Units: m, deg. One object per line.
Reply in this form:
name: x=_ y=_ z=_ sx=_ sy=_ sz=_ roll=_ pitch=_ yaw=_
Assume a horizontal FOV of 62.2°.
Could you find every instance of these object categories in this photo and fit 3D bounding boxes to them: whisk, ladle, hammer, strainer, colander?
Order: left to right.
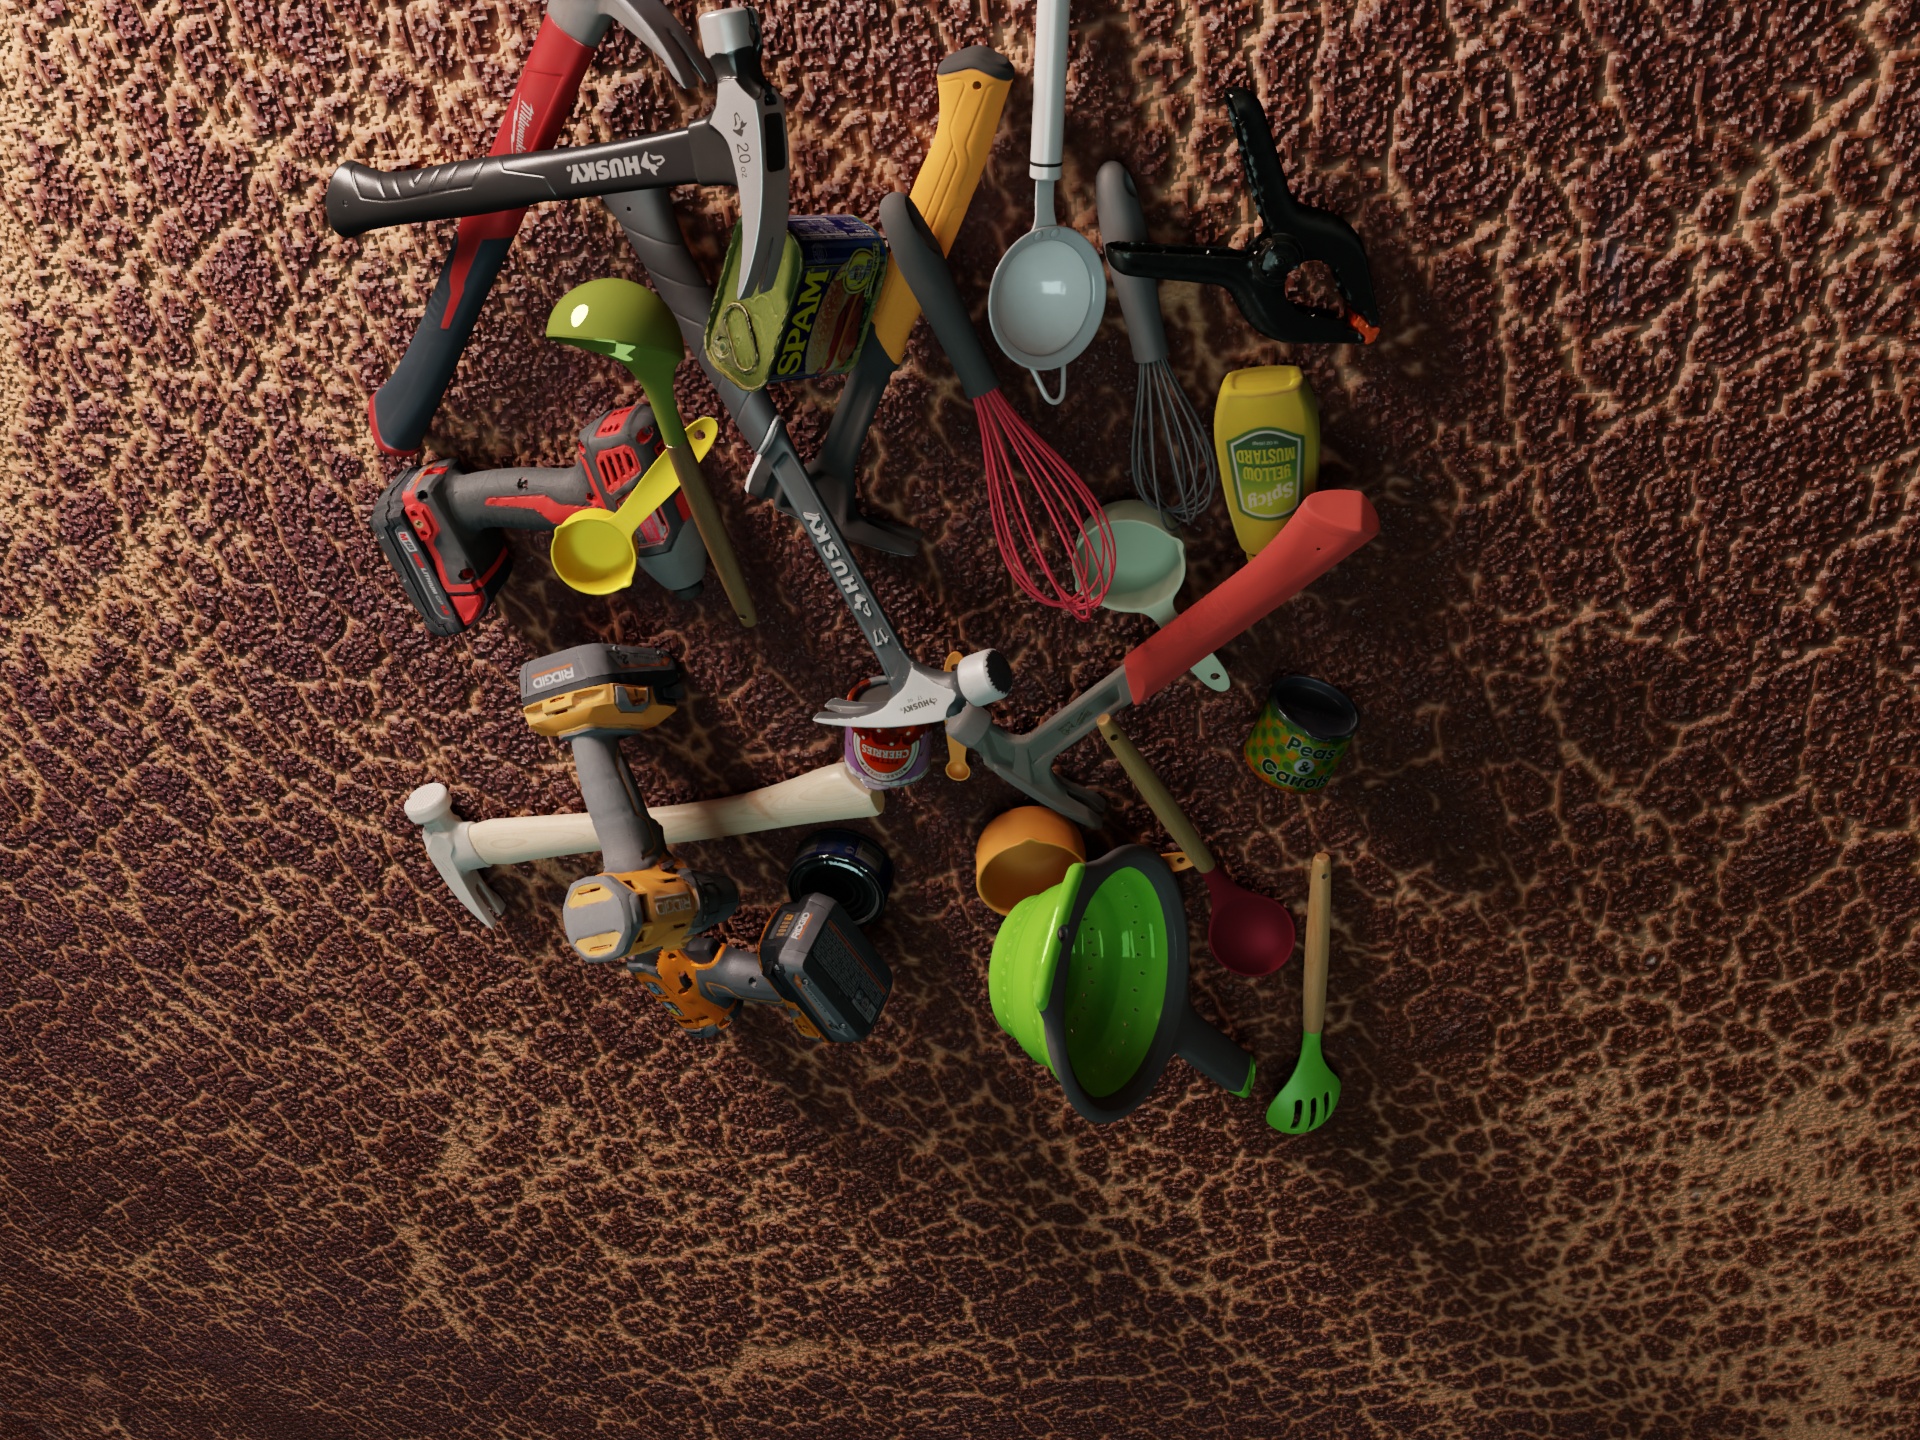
hammer: x=-0.289 y=-0.301 z=1.010 sx=0.143 sy=0.038 sz=0.386 roll=42 pitch=128 yaw=2
hammer: x=-0.245 y=-0.312 z=0.931 sx=0.335 sy=0.035 sz=0.146 roll=3 pitch=114 yaw=28
hammer: x=-0.256 y=0.095 z=1.323 sx=0.410 sy=0.038 sz=0.146 roll=-8 pitch=126 yaw=18
ladle: x=-0.177 y=-0.151 z=1.006 sx=0.078 sy=0.062 sz=0.319 roll=10 pitch=148 yaw=16
hammer: x=-0.119 y=-0.169 z=1.048 sx=0.149 sy=0.036 sz=0.408 roll=-18 pitch=110 yaw=32
hammer: x=-0.033 y=-0.256 z=1.007 sx=0.127 sy=0.034 sz=0.336 roll=23 pitch=128 yaw=-4
whisk: x=0.023 y=-0.188 z=0.987 sx=0.073 sy=0.073 sz=0.295 roll=-17 pitch=115 yaw=24
strainer: x=0.050 y=-0.317 z=0.938 sx=0.087 sy=0.050 sz=0.258 roll=-17 pitch=126 yaw=-28
colander: x=0.126 y=0.226 z=1.254 sx=0.094 sy=0.205 sz=0.396 roll=4 pitch=156 yaw=35
whisk: x=0.116 y=-0.227 z=0.989 sx=0.055 sy=0.055 sz=0.238 roll=-7 pitch=120 yaw=18
hammer: x=0.149 y=-0.040 z=1.089 sx=0.149 sy=0.037 sz=0.359 roll=32 pitch=136 yaw=-20
ladle: x=0.174 y=0.096 z=1.197 sx=0.069 sy=0.031 sz=0.315 roll=-32 pitch=129 yaw=8

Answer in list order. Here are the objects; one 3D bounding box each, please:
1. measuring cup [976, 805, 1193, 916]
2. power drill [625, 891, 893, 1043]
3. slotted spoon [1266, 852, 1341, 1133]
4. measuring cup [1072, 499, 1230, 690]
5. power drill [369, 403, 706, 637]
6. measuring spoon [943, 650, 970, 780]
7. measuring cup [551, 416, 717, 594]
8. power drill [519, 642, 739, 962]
measuring cup: x=0.097 y=0.103 z=1.246 sx=0.173 sy=0.052 sz=0.095 roll=-7 pitch=131 yaw=0
power drill: x=-0.188 y=0.199 z=1.333 sx=0.226 sy=0.084 sz=0.164 roll=-6 pitch=132 yaw=36
slotted spoon: x=0.290 y=0.235 z=1.311 sx=0.070 sy=0.031 sz=0.313 roll=-14 pitch=124 yaw=-12
measuring cup: x=0.141 y=-0.085 z=1.100 sx=0.083 sy=0.038 sz=0.167 roll=-24 pitch=125 yaw=29
power drill: x=-0.289 y=-0.135 z=1.133 sx=0.219 sy=0.079 sz=0.143 roll=-10 pitch=124 yaw=15
measuring spoon: x=-0.002 y=-0.004 z=1.210 sx=0.021 sy=0.011 sz=0.116 roll=5 pitch=124 yaw=9
measuring cup: x=-0.213 y=-0.148 z=1.062 sx=0.062 sy=0.029 sz=0.156 roll=39 pitch=110 yaw=-21
power drill: x=-0.240 y=0.063 z=1.201 sx=0.084 sy=0.185 sz=0.226 roll=-15 pitch=84 yaw=21
